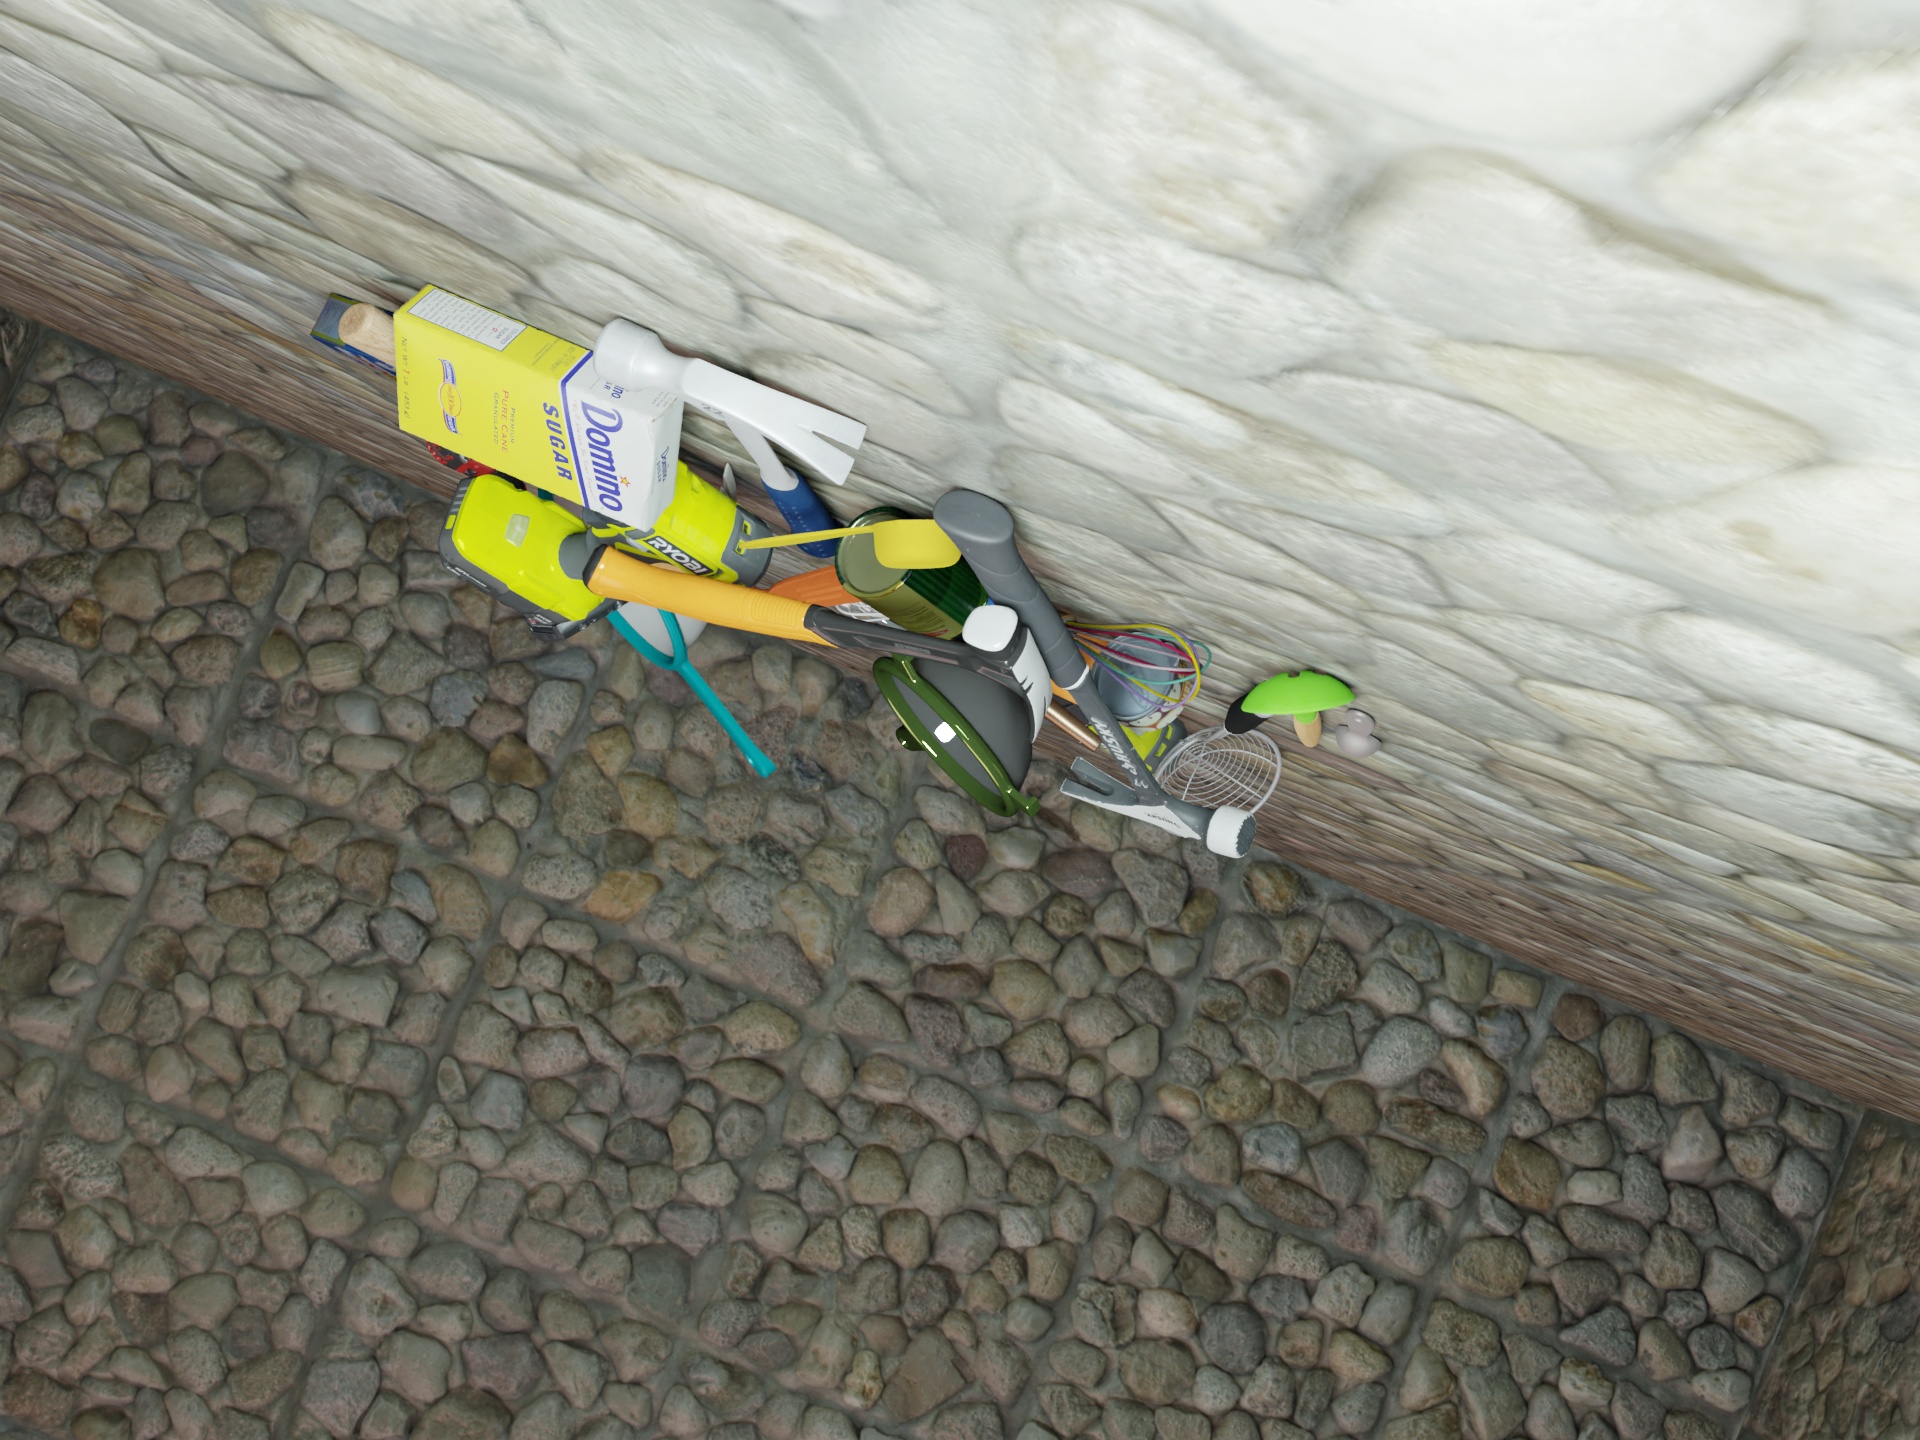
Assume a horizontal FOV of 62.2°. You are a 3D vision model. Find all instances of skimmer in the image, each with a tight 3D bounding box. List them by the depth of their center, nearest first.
[{"bbox_3d":[0.228,0.037,1.297,0.127,0.090,0.363,-20,173,-3],"label":"skimmer"}]

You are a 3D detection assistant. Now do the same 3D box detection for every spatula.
[{"bbox_3d":[-0.218,-0.128,1.259,0.323,0.041,0.081,15,169,16],"label":"spatula"},{"bbox_3d":[-0.015,-0.075,1.261,0.316,0.018,0.060,37,174,-2],"label":"spatula"}]

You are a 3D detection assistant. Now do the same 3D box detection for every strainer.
[{"bbox_3d":[-0.002,-0.004,1.211,0.151,0.069,0.256,49,170,-7],"label":"strainer"},{"bbox_3d":[-0.253,-0.106,1.479,0.340,0.095,0.211,53,160,-7],"label":"strainer"}]

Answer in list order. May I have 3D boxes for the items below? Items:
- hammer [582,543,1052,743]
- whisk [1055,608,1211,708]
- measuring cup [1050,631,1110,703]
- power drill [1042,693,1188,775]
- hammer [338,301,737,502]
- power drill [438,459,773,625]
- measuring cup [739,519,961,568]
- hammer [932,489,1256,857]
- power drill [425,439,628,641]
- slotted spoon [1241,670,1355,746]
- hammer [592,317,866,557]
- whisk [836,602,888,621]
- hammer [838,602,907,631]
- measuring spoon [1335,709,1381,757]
[{"bbox_3d":[-0.102,-0.062,1.038,0.337,0.034,0.127,14,158,23],"label":"hammer"},{"bbox_3d":[0.090,-0.064,1.130,0.245,0.051,0.047,26,159,52],"label":"whisk"},{"bbox_3d":[0.102,-0.043,1.225,0.095,0.052,0.173,23,175,16],"label":"measuring cup"},{"bbox_3d":[0.078,-0.027,1.482,0.190,0.080,0.229,32,170,-39],"label":"power drill"},{"bbox_3d":[-0.286,-0.204,1.126,0.130,0.031,0.331,-1,162,36],"label":"hammer"},{"bbox_3d":[-0.268,-0.141,1.148,0.223,0.080,0.171,-8,151,40],"label":"power drill"},{"bbox_3d":[-0.072,-0.109,1.025,0.156,0.029,0.062,-3,180,21],"label":"measuring cup"},{"bbox_3d":[0.076,-0.023,1.046,0.149,0.036,0.408,17,160,33],"label":"hammer"},{"bbox_3d":[-0.375,-0.184,1.372,0.226,0.080,0.188,61,158,-15],"label":"power drill"},{"bbox_3d":[0.238,-0.003,1.103,0.070,0.031,0.313,-5,173,13],"label":"slotted spoon"},{"bbox_3d":[-0.113,-0.155,1.017,0.144,0.035,0.405,23,177,4],"label":"hammer"},{"bbox_3d":[-0.015,-0.093,1.304,0.246,0.059,0.057,15,145,43],"label":"whisk"},{"bbox_3d":[-0.077,-0.101,1.744,0.128,0.033,0.331,25,177,-5],"label":"hammer"},{"bbox_3d":[0.279,0.010,1.123,0.034,0.018,0.124,23,176,16],"label":"measuring spoon"}]
